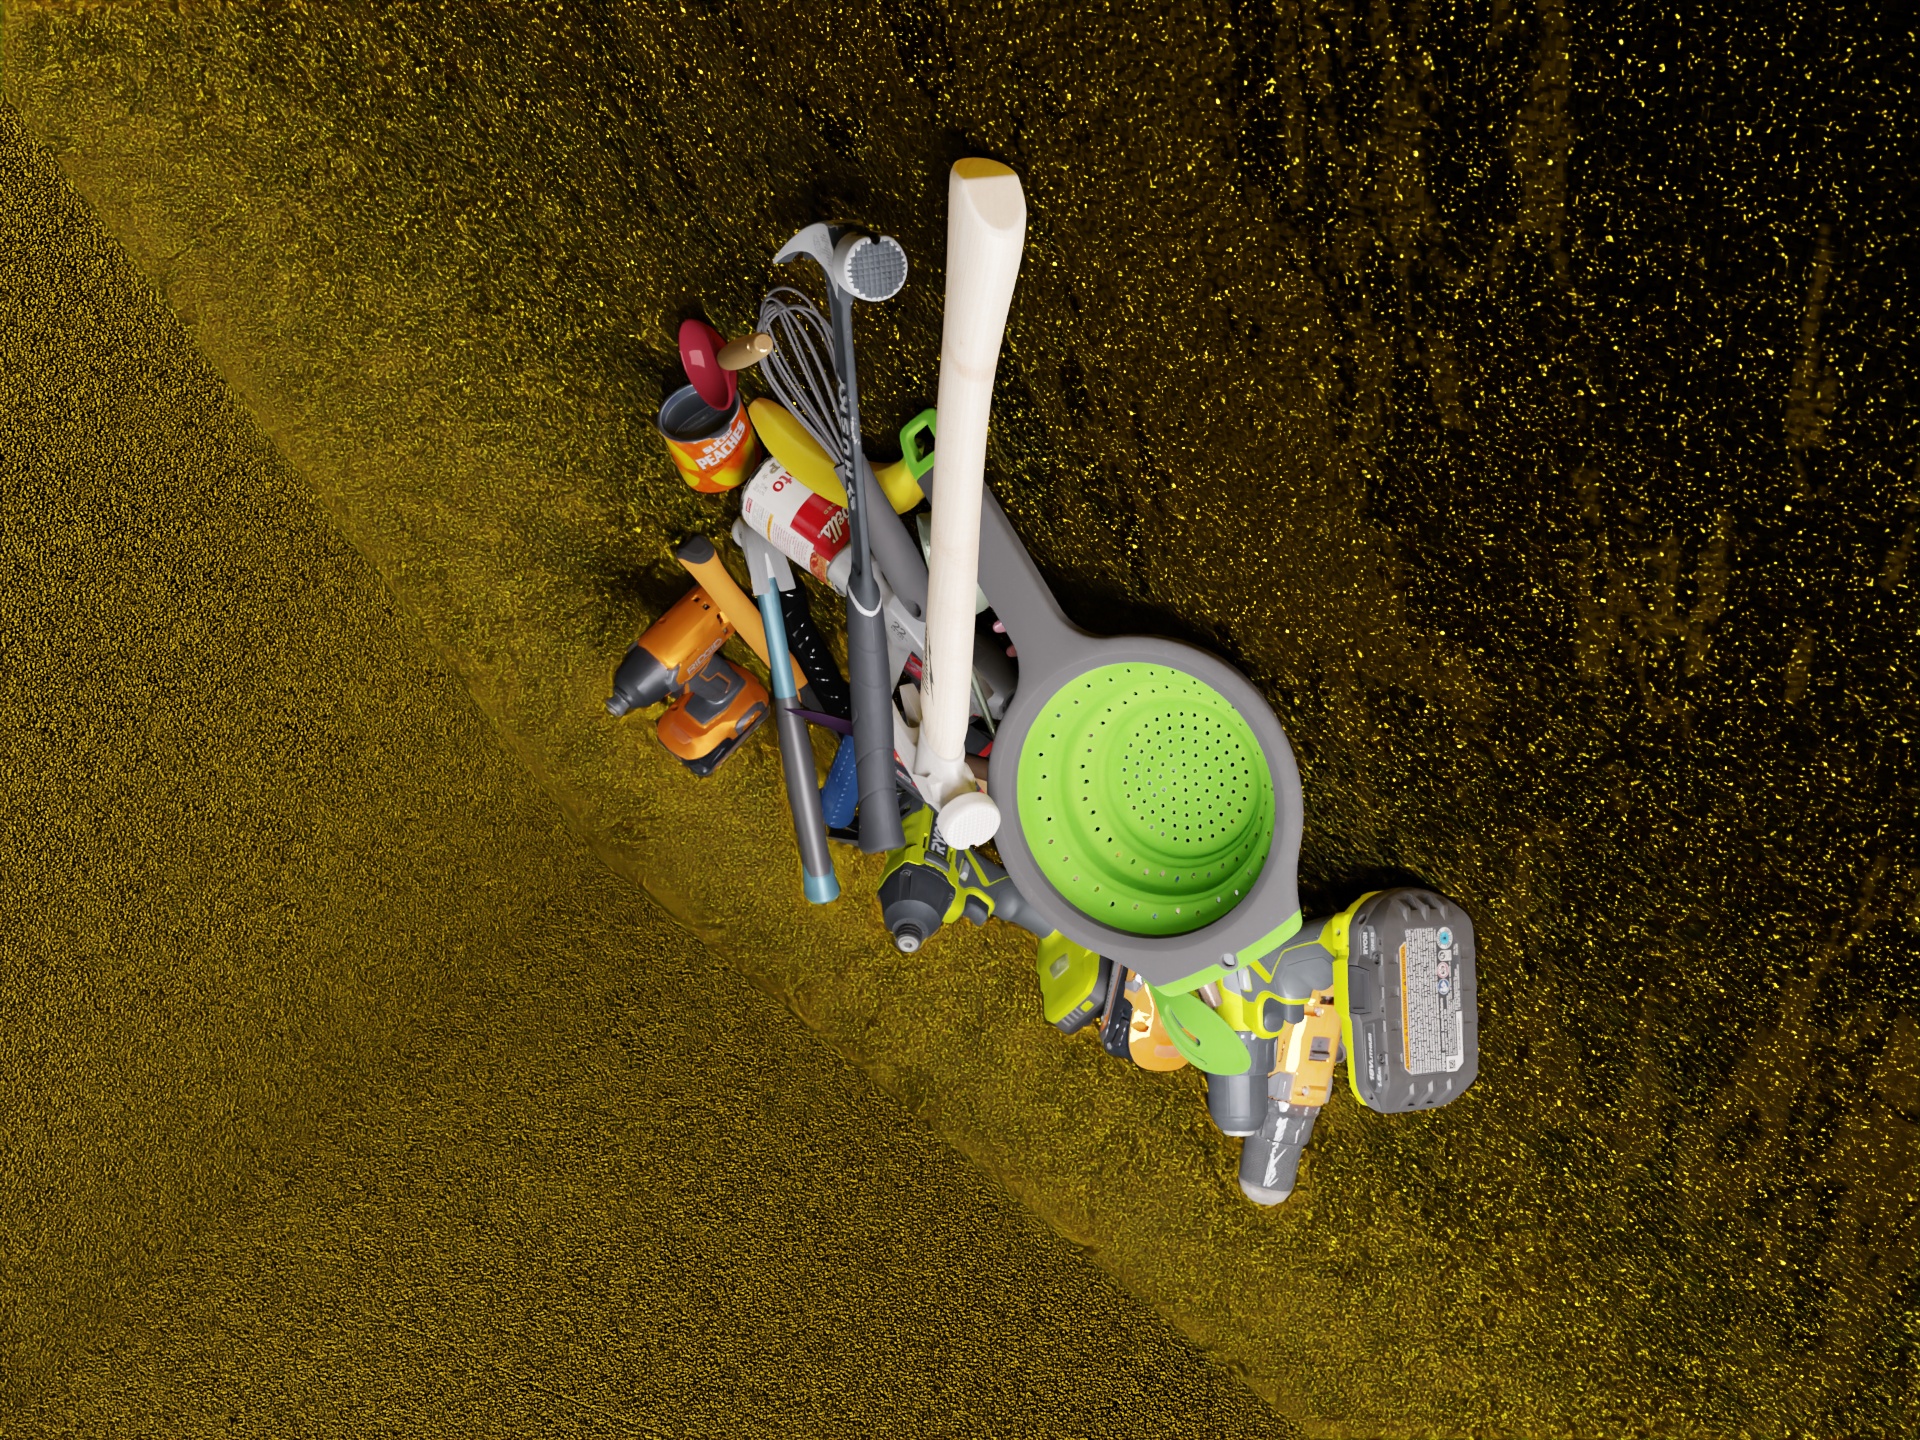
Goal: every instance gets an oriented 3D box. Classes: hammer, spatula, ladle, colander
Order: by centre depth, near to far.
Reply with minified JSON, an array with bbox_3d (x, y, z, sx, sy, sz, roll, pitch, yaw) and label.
[{"bbox_3d":[-0.007,-0.118,0.908,0.146,0.038,0.410,-121,27,-43],"label":"hammer"},{"bbox_3d":[-0.064,-0.097,0.974,0.149,0.036,0.408,-134,37,-57],"label":"hammer"},{"bbox_3d":[0.086,-0.026,1.014,0.204,0.094,0.397,-34,82,28],"label":"colander"},{"bbox_3d":[-0.151,-0.240,1.045,0.069,0.031,0.315,67,170,-15],"label":"ladle"},{"bbox_3d":[0.008,0.032,1.158,0.315,0.018,0.060,19,172,-40],"label":"spatula"},{"bbox_3d":[-0.071,0.007,1.270,0.144,0.035,0.405,46,156,9],"label":"hammer"},{"bbox_3d":[-0.144,-0.008,1.340,0.128,0.033,0.331,-147,46,-74],"label":"hammer"},{"bbox_3d":[-0.112,-0.001,1.497,0.146,0.035,0.334,-6,129,27],"label":"hammer"},{"bbox_3d":[-0.169,-0.046,1.581,0.336,0.034,0.127,52,158,-21],"label":"hammer"}]

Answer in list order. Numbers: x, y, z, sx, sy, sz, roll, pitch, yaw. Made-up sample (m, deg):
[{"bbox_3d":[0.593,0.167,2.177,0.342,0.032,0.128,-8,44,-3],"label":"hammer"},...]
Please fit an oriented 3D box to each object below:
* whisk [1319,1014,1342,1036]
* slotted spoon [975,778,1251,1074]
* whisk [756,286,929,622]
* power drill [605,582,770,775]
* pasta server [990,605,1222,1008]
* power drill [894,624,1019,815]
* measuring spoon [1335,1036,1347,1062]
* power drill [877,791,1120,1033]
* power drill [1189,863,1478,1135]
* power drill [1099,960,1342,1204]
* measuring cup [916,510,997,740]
[{"bbox_3d":[0.259,0.245,1.256,0.059,0.058,0.246,62,150,5],"label":"whisk"},{"bbox_3d":[0.095,0.135,1.140,0.314,0.031,0.070,50,158,32],"label":"slotted spoon"},{"bbox_3d":[-0.070,-0.170,1.043,0.055,0.055,0.238,6,126,61],"label":"whisk"},{"bbox_3d":[-0.284,-0.031,1.652,0.084,0.164,0.226,37,162,19],"label":"power drill"},{"bbox_3d":[0.103,0.054,1.089,0.316,0.040,0.060,66,167,1],"label":"pasta server"},{"bbox_3d":[-0.002,-0.004,1.270,0.143,0.078,0.219,37,156,22],"label":"power drill"},{"bbox_3d":[0.269,0.227,1.292,0.124,0.018,0.034,44,152,23],"label":"measuring spoon"},{"bbox_3d":[0.034,0.168,1.358,0.223,0.171,0.080,31,125,-17],"label":"power drill"},{"bbox_3d":[0.233,0.193,1.064,0.228,0.080,0.190,-8,82,62],"label":"power drill"},{"bbox_3d":[0.202,0.255,1.239,0.084,0.185,0.226,11,180,-30],"label":"power drill"},{"bbox_3d":[0.012,-0.065,1.064,0.083,0.038,0.168,95,157,-80],"label":"measuring cup"}]
